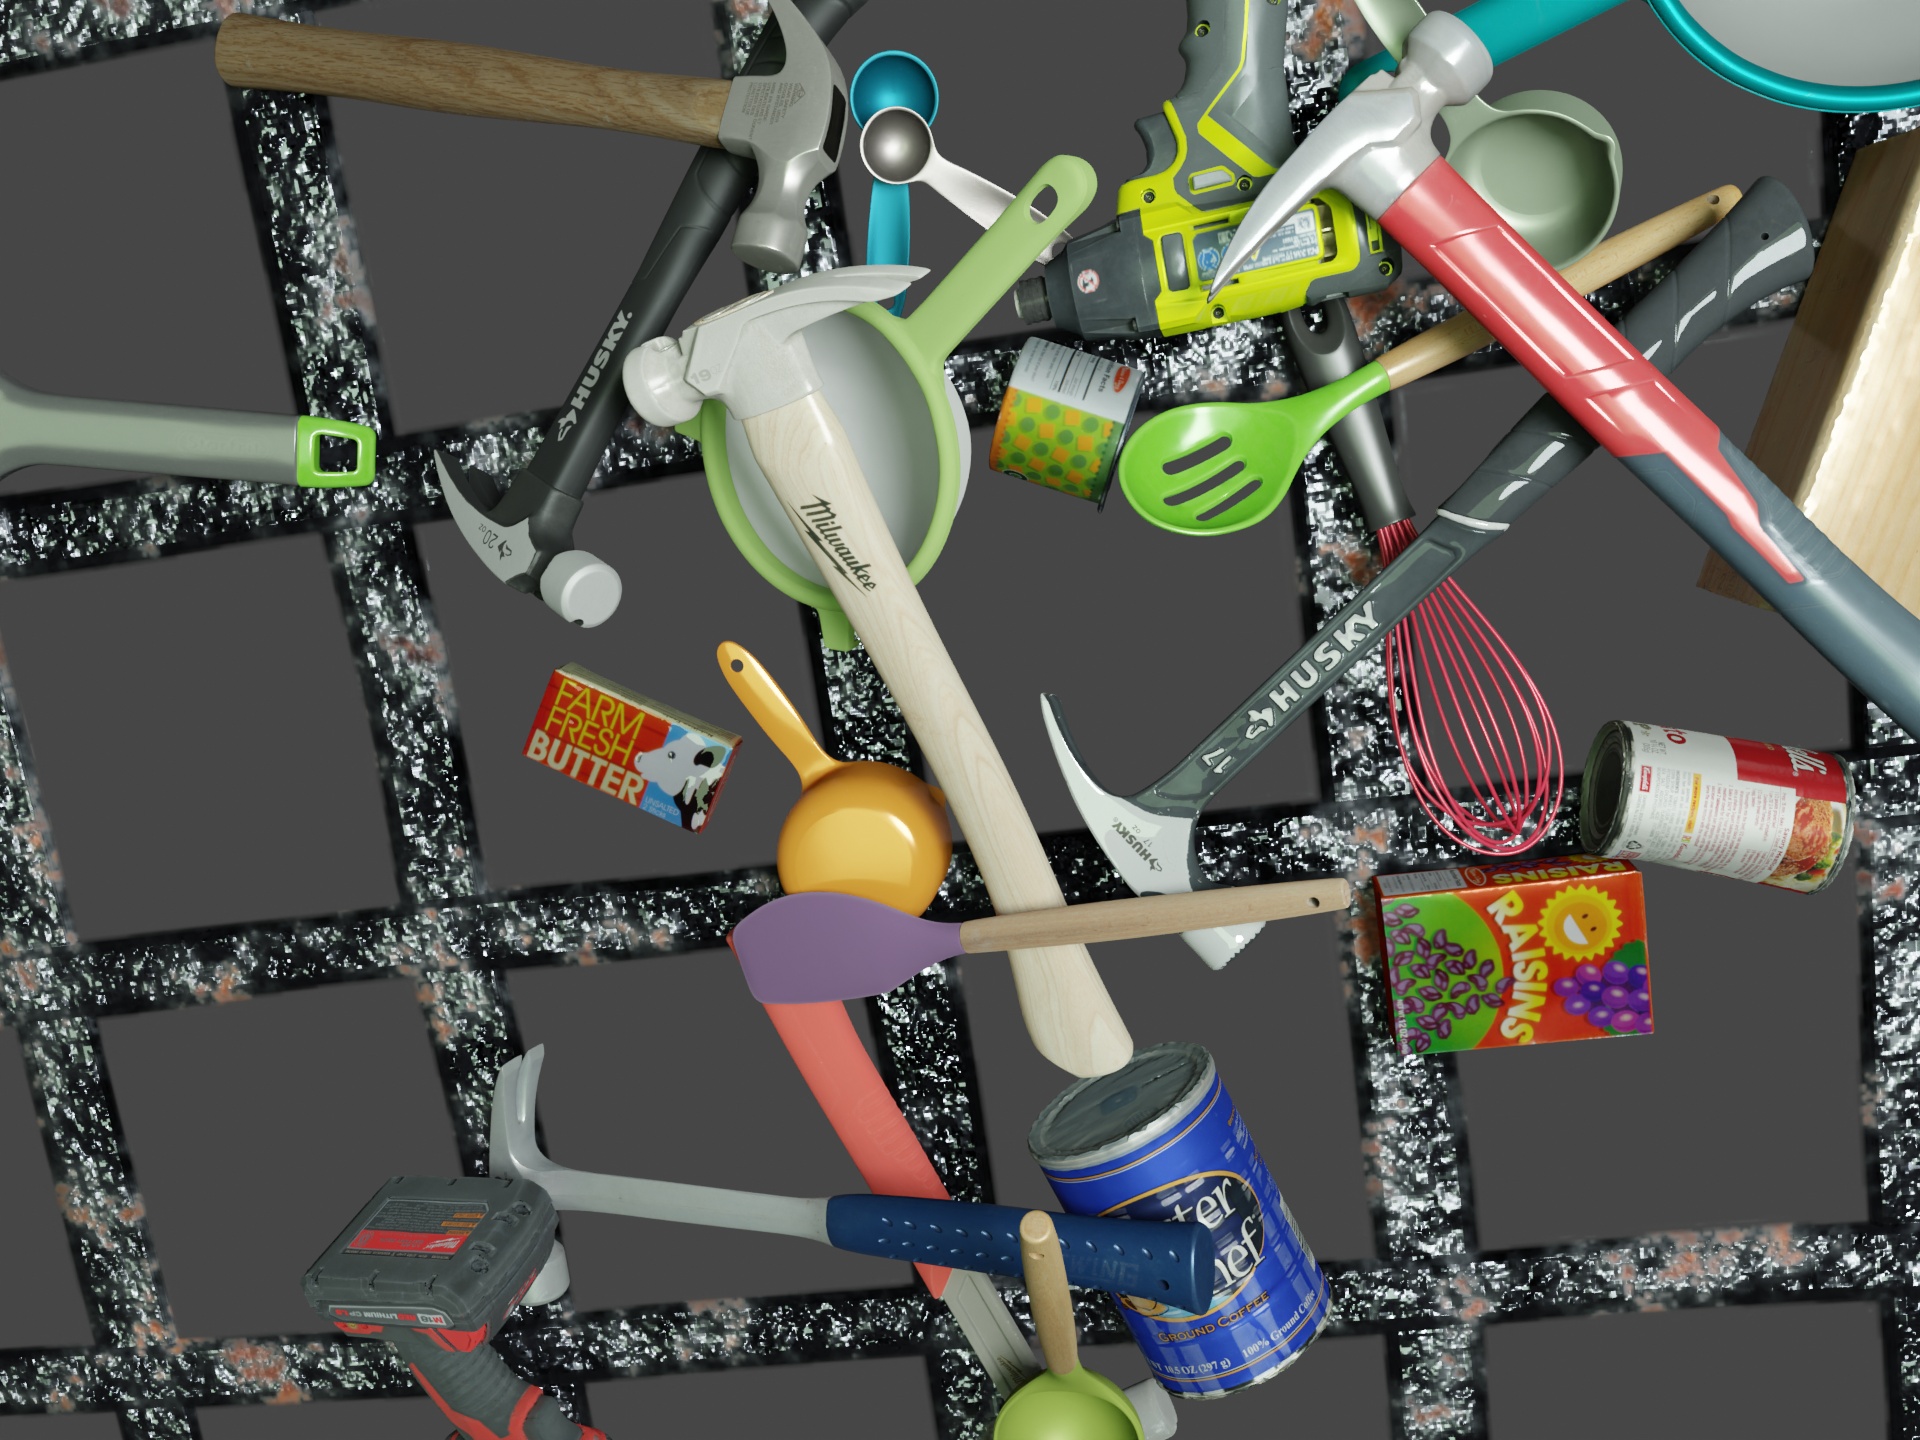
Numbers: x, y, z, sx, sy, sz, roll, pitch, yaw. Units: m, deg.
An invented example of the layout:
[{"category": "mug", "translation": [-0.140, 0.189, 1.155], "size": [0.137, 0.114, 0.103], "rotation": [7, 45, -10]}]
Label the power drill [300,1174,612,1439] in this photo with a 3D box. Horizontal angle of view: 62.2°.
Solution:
[{"category": "power drill", "translation": [-0.225, 0.354, 0.841], "size": [0.188, 0.080, 0.226], "rotation": [-6, 116, 24]}]

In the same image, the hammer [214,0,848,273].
[{"category": "hammer", "translation": [-0.206, -0.296, 0.736], "size": [0.331, 0.031, 0.130], "rotation": [14, 86, 17]}]

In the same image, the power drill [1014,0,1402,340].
[{"category": "power drill", "translation": [0.093, -0.287, 0.708], "size": [0.171, 0.080, 0.223], "rotation": [-9, 98, 13]}]

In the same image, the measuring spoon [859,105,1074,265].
[{"category": "measuring spoon", "translation": [0.008, -0.248, 0.755], "size": [0.124, 0.018, 0.034], "rotation": [28, 108, -17]}]

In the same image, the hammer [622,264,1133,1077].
[{"category": "hammer", "translation": [-0.001, -0.002, 0.728], "size": [0.146, 0.038, 0.410], "rotation": [-11, 116, 33]}]

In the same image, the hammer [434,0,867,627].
[{"category": "hammer", "translation": [-0.140, -0.217, 0.755], "size": [0.146, 0.035, 0.335], "rotation": [33, 95, 39]}]

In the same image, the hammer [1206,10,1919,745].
[{"category": "hammer", "translation": [0.279, -0.103, 0.655], "size": [0.386, 0.038, 0.143], "rotation": [44, 99, 0]}]

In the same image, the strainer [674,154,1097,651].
[{"category": "strainer", "translation": [-0.016, -0.159, 0.727], "size": [0.256, 0.069, 0.151], "rotation": [-41, 80, 36]}]

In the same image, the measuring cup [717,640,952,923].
[{"category": "measuring cup", "translation": [-0.075, 0.035, 0.807], "size": [0.095, 0.052, 0.173], "rotation": [-34, 97, 12]}]

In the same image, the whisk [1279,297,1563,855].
[{"category": "whisk", "translation": [0.212, -0.075, 0.753], "size": [0.073, 0.073, 0.296], "rotation": [-21, 91, 10]}]

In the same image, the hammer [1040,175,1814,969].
[{"category": "hammer", "translation": [0.209, -0.078, 0.710], "size": [0.409, 0.036, 0.149], "rotation": [-45, 78, 10]}]

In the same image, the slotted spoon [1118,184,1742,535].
[{"category": "slotted spoon", "translation": [0.214, -0.166, 0.720], "size": [0.314, 0.031, 0.070], "rotation": [-27, 67, -2]}]

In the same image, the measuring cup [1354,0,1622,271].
[{"category": "measuring cup", "translation": [0.221, -0.269, 0.687], "size": [0.167, 0.038, 0.083], "rotation": [47, 136, -15]}]

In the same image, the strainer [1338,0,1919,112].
[{"category": "strainer", "translation": [0.328, -0.345, 0.678], "size": [0.340, 0.095, 0.211], "rotation": [-19, 107, 31]}]

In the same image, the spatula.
[{"category": "spatula", "translation": [0.025, 0.097, 0.745], "size": [0.316, 0.018, 0.059], "rotation": [-10, 104, 26]}]

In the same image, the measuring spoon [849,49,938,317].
[{"category": "measuring spoon", "translation": [-0.034, -0.255, 0.769], "size": [0.042, 0.021, 0.128], "rotation": [3, 110, -2]}]

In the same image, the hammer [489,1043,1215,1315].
[{"category": "hammer", "translation": [-0.074, 0.246, 0.801], "size": [0.405, 0.035, 0.144], "rotation": [-2, 100, 25]}]

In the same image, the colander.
[{"category": "colander", "translation": [-0.504, -0.155, 0.816], "size": [0.397, 0.094, 0.204], "rotation": [3, 101, -12]}]

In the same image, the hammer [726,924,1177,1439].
[{"category": "hammer", "translation": [-0.031, 0.265, 0.856], "size": [0.149, 0.037, 0.359], "rotation": [-28, 97, 11]}]

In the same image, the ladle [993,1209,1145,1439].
[{"category": "ladle", "translation": [0.043, 0.293, 0.717], "size": [0.078, 0.062, 0.319], "rotation": [1, 144, 8]}]
